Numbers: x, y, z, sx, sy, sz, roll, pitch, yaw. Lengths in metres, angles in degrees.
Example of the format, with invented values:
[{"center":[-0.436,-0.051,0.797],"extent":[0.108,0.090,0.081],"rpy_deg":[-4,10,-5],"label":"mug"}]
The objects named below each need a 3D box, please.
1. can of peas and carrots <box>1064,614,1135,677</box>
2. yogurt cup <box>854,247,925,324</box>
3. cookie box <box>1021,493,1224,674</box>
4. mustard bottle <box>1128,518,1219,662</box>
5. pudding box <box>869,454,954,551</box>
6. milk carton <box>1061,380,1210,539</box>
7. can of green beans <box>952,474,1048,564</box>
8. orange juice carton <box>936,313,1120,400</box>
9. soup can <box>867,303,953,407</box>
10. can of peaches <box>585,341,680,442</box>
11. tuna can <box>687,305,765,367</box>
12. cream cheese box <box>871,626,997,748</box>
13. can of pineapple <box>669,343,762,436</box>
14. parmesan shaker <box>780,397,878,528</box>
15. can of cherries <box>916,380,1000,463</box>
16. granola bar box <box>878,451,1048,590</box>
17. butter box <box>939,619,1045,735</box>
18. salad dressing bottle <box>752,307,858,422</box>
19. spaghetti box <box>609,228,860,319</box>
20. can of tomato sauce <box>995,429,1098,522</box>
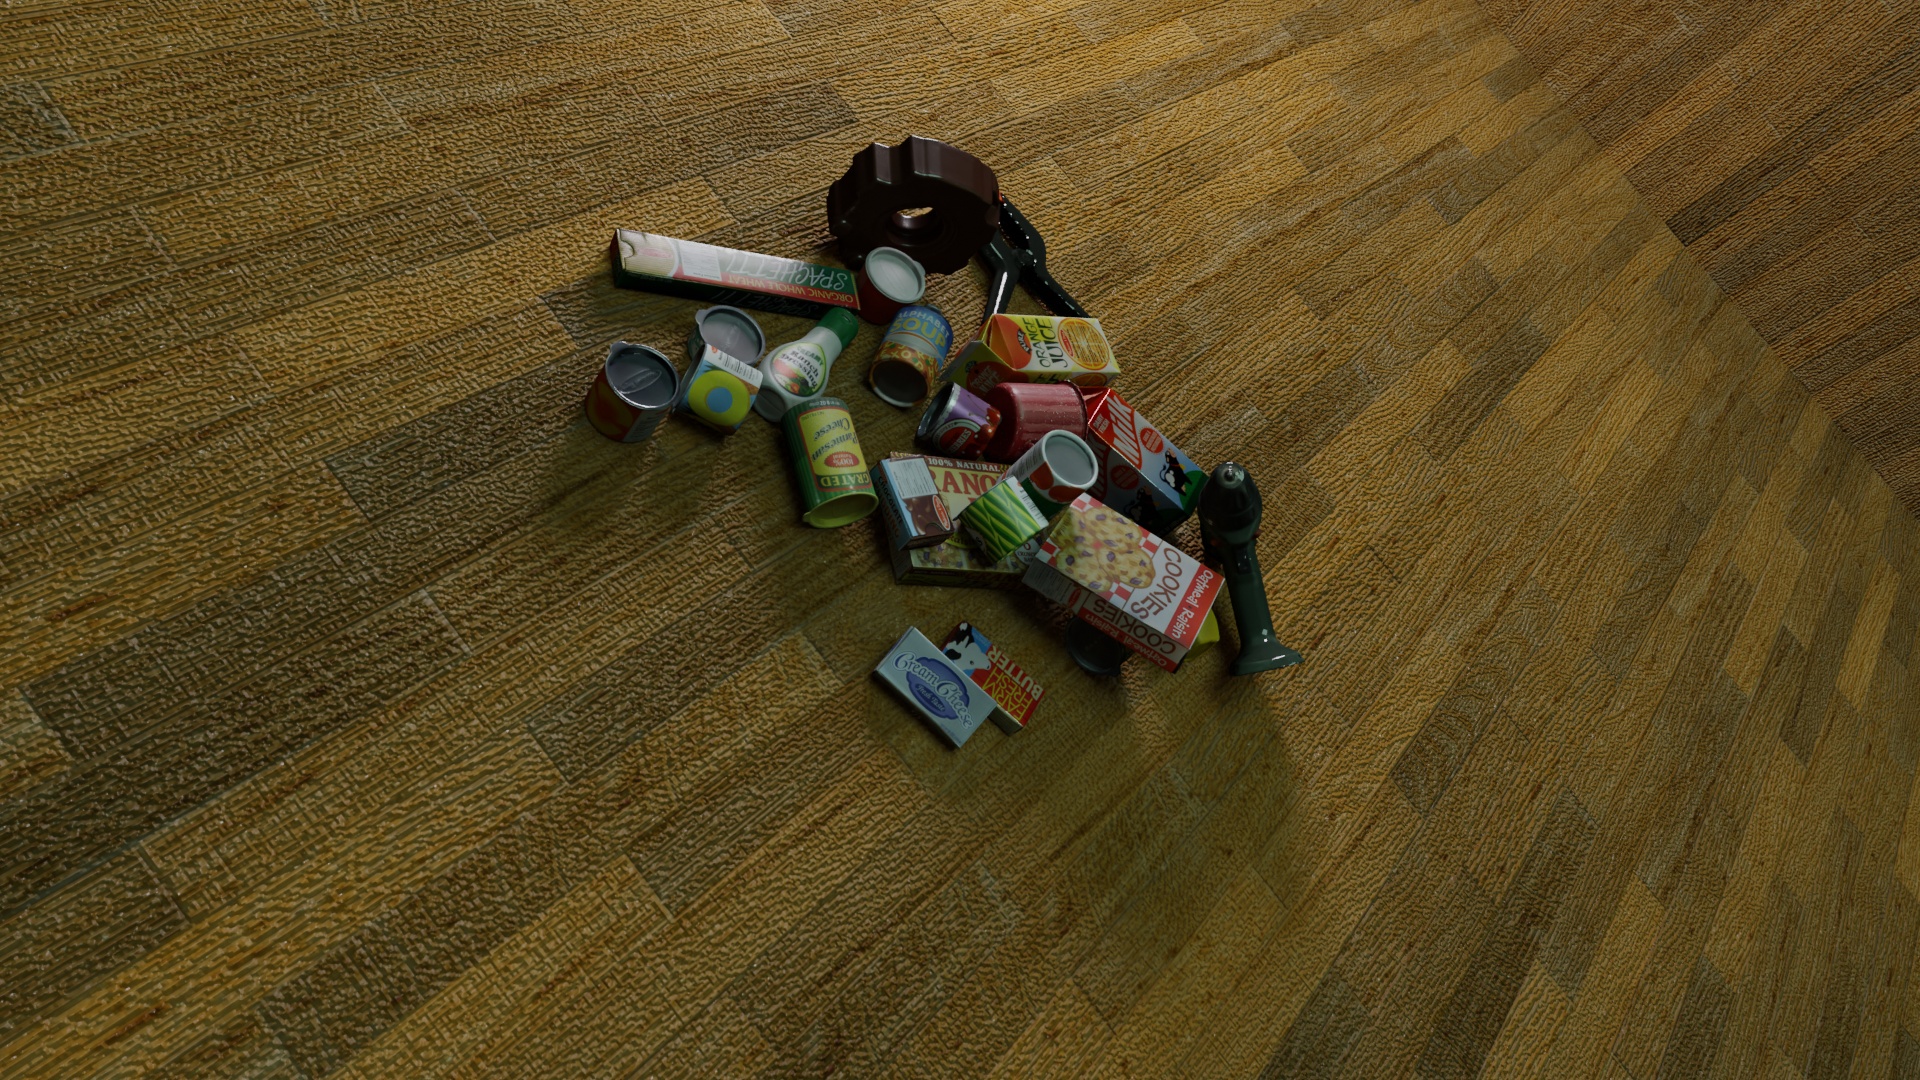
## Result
[{"center":[0.146,0.090,1.351],"extent":[0.059,0.070,0.071],"rpy_deg":[-33,84,-44],"label":"can of peas and carrots"},{"center":[-0.078,-0.258,1.426],"extent":[0.072,0.053,0.073],"rpy_deg":[18,53,-25],"label":"yogurt cup"},{"center":[0.158,0.038,1.329],"extent":[0.167,0.040,0.123],"rpy_deg":[32,41,6],"label":"cookie box"},{"center":[0.205,0.046,1.427],"extent":[0.049,0.065,0.160],"rpy_deg":[-5,59,-43],"label":"mustard bottle"},{"center":[-0.045,-0.035,1.268],"extent":[0.050,0.030,0.084],"rpy_deg":[-10,68,-36],"label":"pudding box"},{"center":[0.166,-0.091,1.478],"extent":[0.190,0.072,0.074],"rpy_deg":[40,47,-7],"label":"milk carton"},{"center":[0.040,-0.019,1.291],"extent":[0.071,0.071,0.058],"rpy_deg":[-33,85,-43],"label":"can of green beans"},{"center":[0.069,-0.189,1.473],"extent":[0.193,0.071,0.073],"rpy_deg":[-5,65,-38],"label":"orange juice carton"},{"center":[-0.049,-0.186,1.388],"extent":[0.071,0.071,0.084],"rpy_deg":[32,48,-14],"label":"soup can"},{"center":[-0.284,-0.127,1.193],"extent":[0.071,0.057,0.071],"rpy_deg":[17,54,-25],"label":"can of peaches"},{"center":[-0.220,-0.184,1.291],"extent":[0.071,0.032,0.071],"rpy_deg":[18,53,-26],"label":"tuna can"},{"center":[-0.023,0.130,1.224],"extent":[0.104,0.024,0.053],"rpy_deg":[43,68,-5],"label":"cream cheese box"},{"center":[-0.218,-0.132,1.240],"extent":[0.058,0.070,0.071],"rpy_deg":[27,50,-19],"label":"can of pineapple"},{"center":[-0.123,-0.071,1.265],"extent":[0.071,0.071,0.103],"rpy_deg":[-3,64,-37],"label":"parmesan shaker"},{"center":[-0.002,-0.114,1.378],"extent":[0.058,0.071,0.072],"rpy_deg":[31,48,-17],"label":"can of cherries"},{"center":[0.005,-0.017,1.339],"extent":[0.166,0.039,0.124],"rpy_deg":[5,61,-33],"label":"granola bar box"},{"center":[0.025,0.126,1.272],"extent":[0.103,0.024,0.053],"rpy_deg":[41,47,-6],"label":"butter box"},{"center":[-0.146,-0.171,1.328],"extent":[0.064,0.043,0.148],"rpy_deg":[39,47,-7],"label":"salad dressing bottle"},{"center":[-0.213,-0.253,1.344],"extent":[0.250,0.028,0.050],"rpy_deg":[4,60,-34],"label":"spaghetti box"},{"center":[0.084,-0.057,1.335],"extent":[0.071,0.082,0.071],"rpy_deg":[18,54,-26],"label":"can of tomato sauce"}]
